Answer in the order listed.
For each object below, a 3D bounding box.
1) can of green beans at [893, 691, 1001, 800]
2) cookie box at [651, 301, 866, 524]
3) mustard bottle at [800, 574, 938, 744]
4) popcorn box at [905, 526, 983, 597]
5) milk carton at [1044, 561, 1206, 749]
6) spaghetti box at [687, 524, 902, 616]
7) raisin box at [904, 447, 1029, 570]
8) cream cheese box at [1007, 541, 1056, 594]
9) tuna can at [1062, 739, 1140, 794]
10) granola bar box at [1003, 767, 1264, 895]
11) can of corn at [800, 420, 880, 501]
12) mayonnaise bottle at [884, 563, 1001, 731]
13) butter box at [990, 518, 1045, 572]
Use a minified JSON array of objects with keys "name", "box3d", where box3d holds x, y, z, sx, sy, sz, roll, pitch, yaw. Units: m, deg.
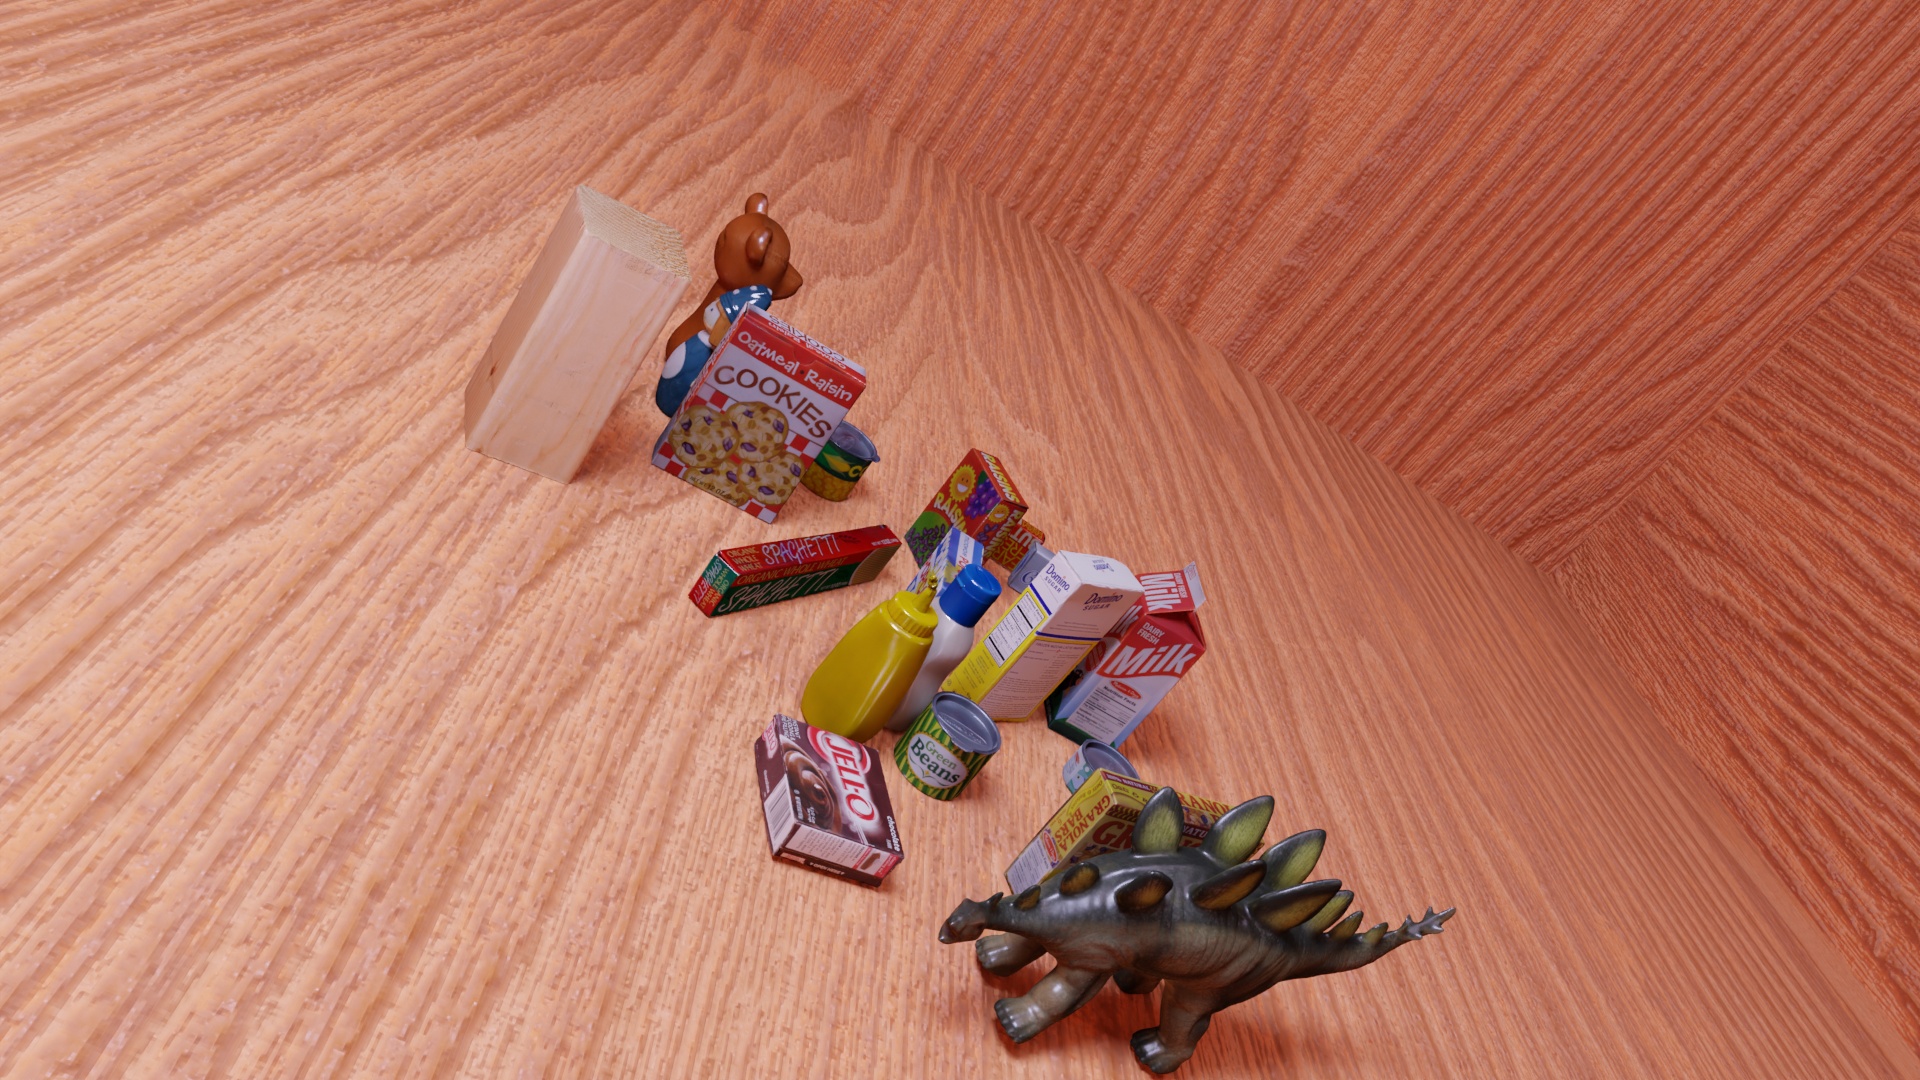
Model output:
[{"name":"can of green beans","box3d":[-0.011,0.163,1.100,0.071,0.057,0.071,31,24,-15]},{"name":"cookie box","box3d":[-0.178,-0.110,1.228,0.123,0.166,0.040,29,24,-21]},{"name":"mustard bottle","box3d":[-0.058,0.087,1.044,0.049,0.159,0.065,3,41,-54]},{"name":"popcorn box","box3d":[-0.020,0.052,1.258,0.038,0.085,0.127,33,23,-11]},{"name":"milk carton","box3d":[0.162,0.104,1.288,0.073,0.189,0.073,31,24,-17]},{"name":"spaghetti box","box3d":[-0.135,0.023,1.192,0.029,0.050,0.251,45,24,17]},{"name":"raisin box","box3d":[0.005,-0.017,1.374,0.040,0.123,0.086,20,29,-37]},{"name":"cream cheese box","box3d":[0.107,0.051,1.483,0.104,0.053,0.024,32,23,-12]},{"name":"tuna can","box3d":[0.128,0.214,1.236,0.071,0.032,0.071,31,24,-15]},{"name":"granola bar box","box3d":[0.135,0.244,1.073,0.165,0.123,0.039,21,28,-34]},{"name":"can of corn","box3d":[-0.124,-0.080,1.388,0.071,0.058,0.071,31,24,-15]},{"name":"mayonnaise bottle","box3d":[-0.023,0.084,1.116,0.041,0.147,0.065,17,30,-40]},{"name":"butter box","box3d":[0.035,-0.012,1.498,0.103,0.053,0.024,34,23,-8]}]
